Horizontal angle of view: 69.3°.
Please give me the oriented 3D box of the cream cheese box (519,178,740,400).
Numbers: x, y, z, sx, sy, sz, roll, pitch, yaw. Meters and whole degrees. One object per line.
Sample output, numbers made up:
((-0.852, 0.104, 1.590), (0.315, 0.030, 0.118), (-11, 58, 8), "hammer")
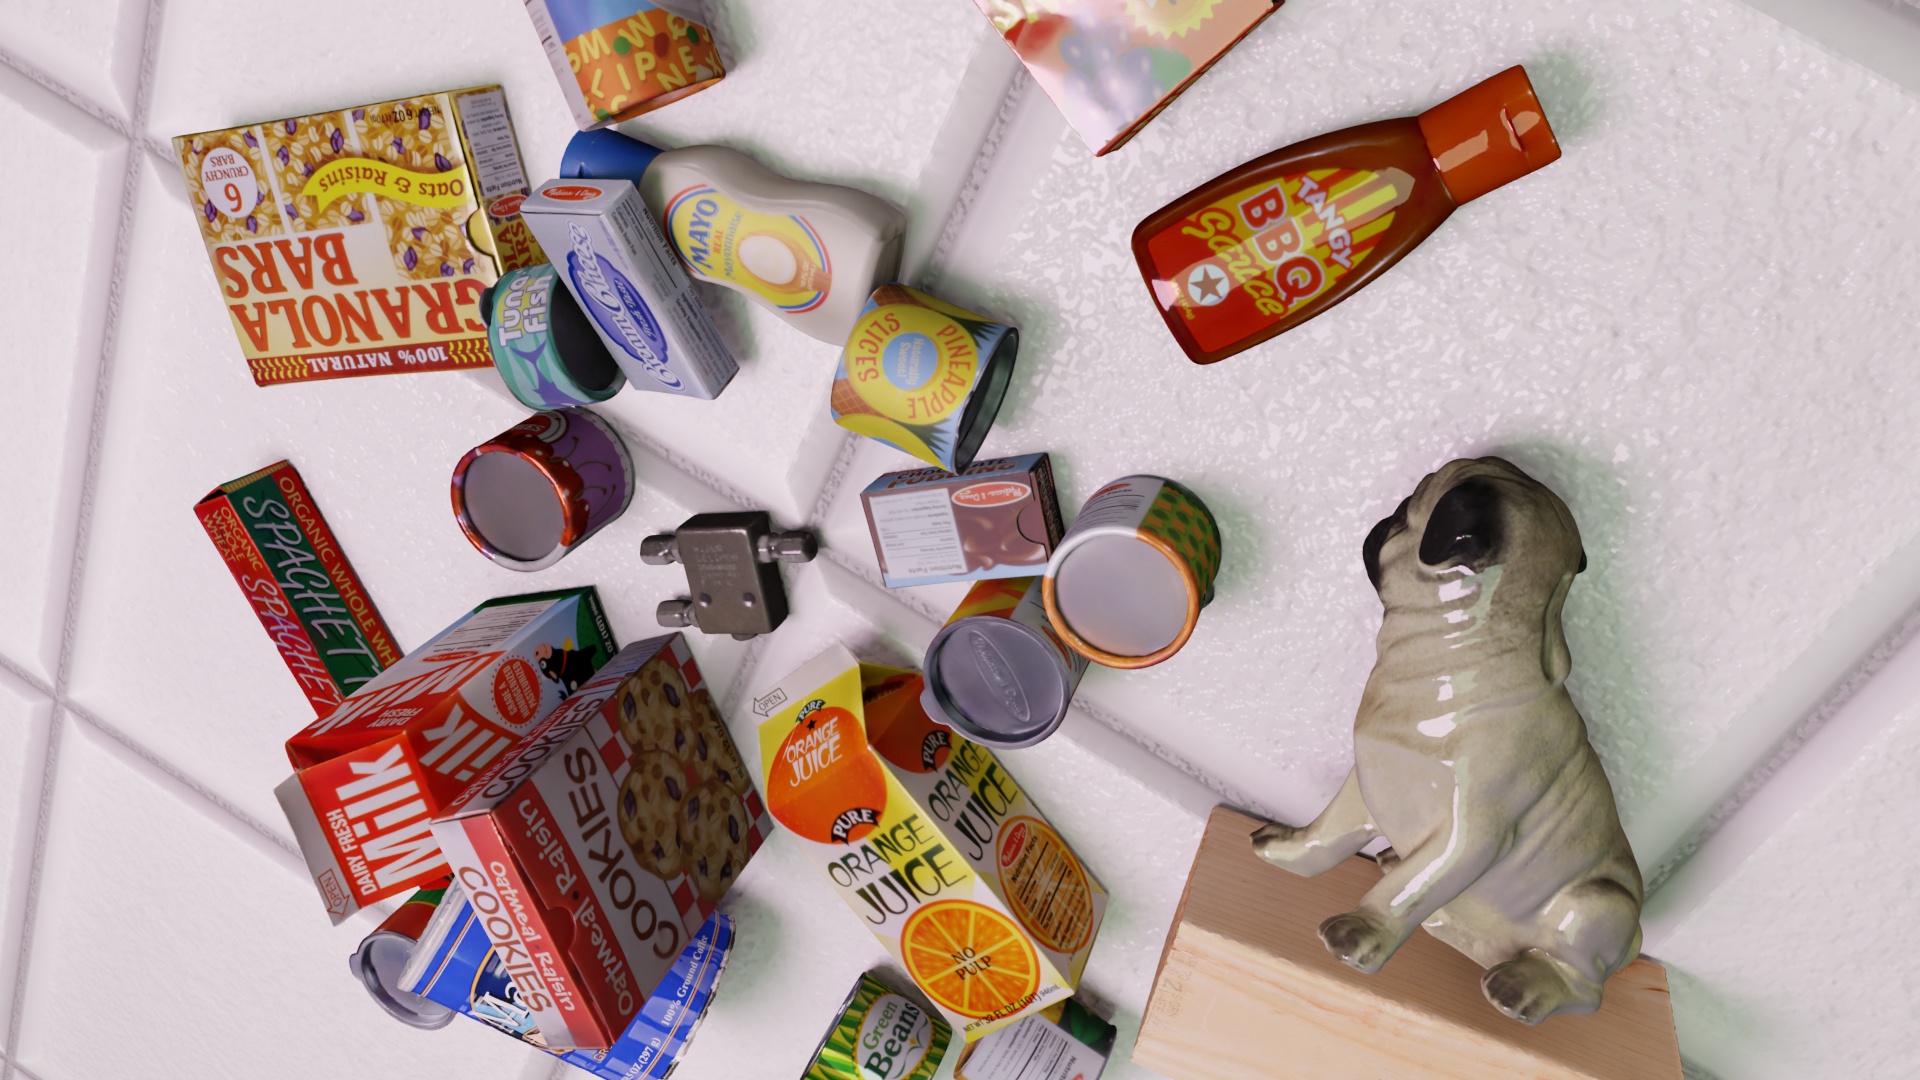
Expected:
((-0.141, -0.107, 0.602), (0.053, 0.024, 0.103), (12, 143, 35), "cream cheese box")

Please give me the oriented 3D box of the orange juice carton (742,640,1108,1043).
((-0.021, 0.136, 0.667), (0.071, 0.073, 0.192), (-36, 97, 29), "orange juice carton")

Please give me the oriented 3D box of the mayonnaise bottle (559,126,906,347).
((-0.099, -0.136, 0.594), (0.148, 0.041, 0.064), (23, 126, 9), "mayonnaise bottle")

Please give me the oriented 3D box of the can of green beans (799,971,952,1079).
((-0.045, 0.274, 0.740), (0.058, 0.071, 0.071), (31, 119, 4), "can of green beans")

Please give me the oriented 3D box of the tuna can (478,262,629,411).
((-0.181, -0.094, 0.626), (0.033, 0.071, 0.071), (-7, 110, 21), "tuna can")

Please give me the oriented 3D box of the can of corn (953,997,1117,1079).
((0.037, 0.260, 0.707), (0.058, 0.071, 0.070), (32, 119, 5), "can of corn")

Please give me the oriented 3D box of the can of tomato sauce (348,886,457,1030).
((-0.293, 0.227, 0.799), (0.071, 0.083, 0.071), (8, 115, 17), "can of tomato sauce")

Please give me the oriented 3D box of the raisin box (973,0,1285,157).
((0.047, -0.217, 0.509), (0.086, 0.040, 0.123), (-37, 96, 28), "raisin box")

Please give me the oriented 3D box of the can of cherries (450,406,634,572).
((-0.202, -0.028, 0.669), (0.071, 0.059, 0.071), (8, 115, 16), "can of cherries")

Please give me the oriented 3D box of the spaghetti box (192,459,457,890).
((-0.333, 0.076, 0.767), (0.028, 0.050, 0.249), (-18, 105, 25), "spaghetti box")

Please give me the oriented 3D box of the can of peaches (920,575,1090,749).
((0.022, 0.051, 0.624), (0.071, 0.058, 0.071), (8, 116, 17), "can of peaches")

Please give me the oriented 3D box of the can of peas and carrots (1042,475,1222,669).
((0.075, 0.015, 0.588), (0.071, 0.059, 0.070), (8, 115, 17), "can of peas and carrots")

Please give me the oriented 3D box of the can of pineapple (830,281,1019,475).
((-0.015, -0.068, 0.578), (0.058, 0.071, 0.070), (23, 118, 9), "can of pineapple")

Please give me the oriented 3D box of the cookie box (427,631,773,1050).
((-0.162, 0.137, 0.664), (0.040, 0.168, 0.122), (-15, 107, 24), "cookie box")

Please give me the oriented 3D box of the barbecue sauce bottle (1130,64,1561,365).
((0.141, -0.122, 0.513), (0.148, 0.044, 0.064), (-24, 102, 26), "barbecue sauce bottle")

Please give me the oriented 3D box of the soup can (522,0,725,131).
((-0.138, -0.217, 0.560), (0.071, 0.072, 0.083), (-14, 108, 24), "soup can")

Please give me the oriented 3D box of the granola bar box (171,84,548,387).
((-0.280, -0.141, 0.659), (0.165, 0.039, 0.123), (-2, 112, 21), "granola bar box")

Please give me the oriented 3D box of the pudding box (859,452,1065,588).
((0.002, -0.008, 0.621), (0.083, 0.030, 0.049), (-6, 109, 22), "pudding box")

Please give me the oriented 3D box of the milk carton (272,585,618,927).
((-0.243, 0.096, 0.662), (0.073, 0.191, 0.072), (-7, 110, 23), "milk carton")
